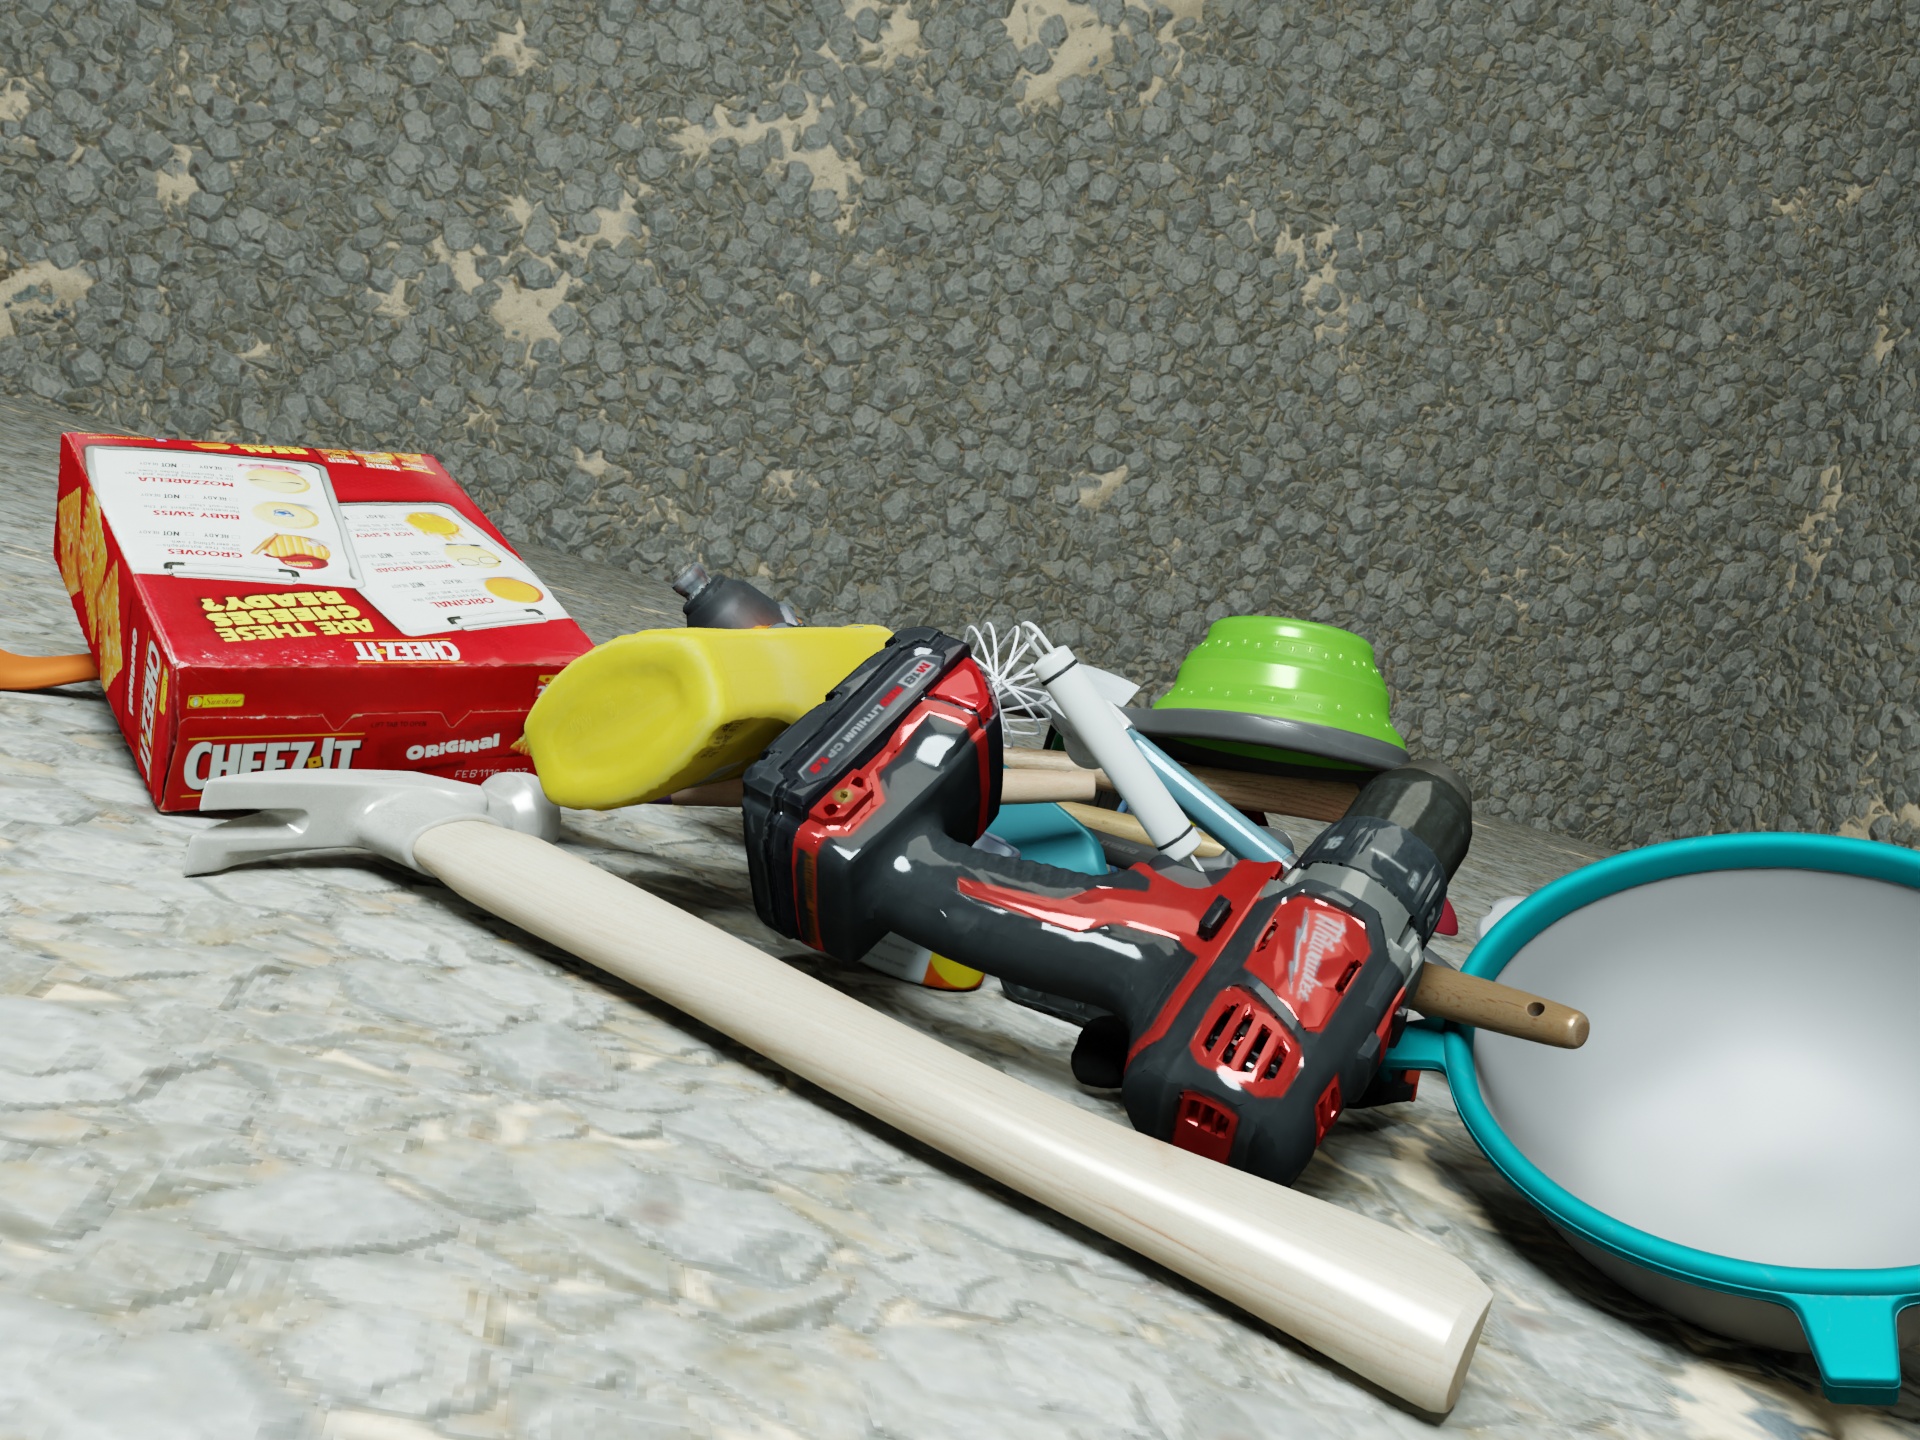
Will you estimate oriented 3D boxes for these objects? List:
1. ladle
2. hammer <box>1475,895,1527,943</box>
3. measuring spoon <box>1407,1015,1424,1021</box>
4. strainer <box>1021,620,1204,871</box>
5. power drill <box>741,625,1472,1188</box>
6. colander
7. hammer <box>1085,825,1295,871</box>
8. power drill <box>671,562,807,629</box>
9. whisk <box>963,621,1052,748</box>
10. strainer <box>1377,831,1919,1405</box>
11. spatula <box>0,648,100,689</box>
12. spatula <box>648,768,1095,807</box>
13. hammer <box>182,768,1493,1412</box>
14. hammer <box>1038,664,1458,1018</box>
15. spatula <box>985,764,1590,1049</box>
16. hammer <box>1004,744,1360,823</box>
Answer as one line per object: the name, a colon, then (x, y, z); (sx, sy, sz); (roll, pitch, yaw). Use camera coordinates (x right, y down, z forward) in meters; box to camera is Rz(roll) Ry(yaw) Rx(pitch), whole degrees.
ladle: (0.139, 0.075, 0.952); (0.315, 0.031, 0.069); (12, 5, 23)
hammer: (0.354, 0.183, 0.611); (0.335, 0.035, 0.146); (34, -10, 49)
measuring spoon: (0.183, 0.142, 0.782); (0.124, 0.018, 0.034); (16, 5, 3)
strainer: (0.100, 0.063, 0.711); (0.258, 0.050, 0.087); (55, -14, -1)
power drill: (0.057, 0.047, 0.564); (0.227, 0.080, 0.188); (24, 47, 25)
colander: (0.138, -0.031, 1.056); (0.397, 0.094, 0.204); (12, -6, -11)
hammer: (0.019, 0.059, 0.931); (0.337, 0.034, 0.127); (15, 26, 41)
power drill: (-0.096, -0.013, 0.857); (0.164, 0.084, 0.226); (47, 2, -14)
whisk: (-0.001, -0.004, 0.855); (0.070, 0.070, 0.284); (16, -8, -6)
strainer: (0.330, 0.107, 0.557); (0.340, 0.095, 0.211); (-27, 29, -19)
spatula: (-0.331, -0.032, 0.709); (0.322, 0.041, 0.081); (2, 25, -30)
spatula: (-0.099, 0.030, 0.687); (0.316, 0.018, 0.060); (0, 8, -3)
hammer: (-0.051, 0.093, 0.475); (0.411, 0.038, 0.146); (20, 8, 29)
hammer: (0.164, 0.080, 0.754); (0.331, 0.033, 0.128); (39, -6, 24)
spatula: (0.098, 0.078, 0.631); (0.318, 0.082, 0.044); (9, -35, 52)
hammer: (0.100, 0.035, 1.066); (0.331, 0.031, 0.130); (7, -16, 2)
